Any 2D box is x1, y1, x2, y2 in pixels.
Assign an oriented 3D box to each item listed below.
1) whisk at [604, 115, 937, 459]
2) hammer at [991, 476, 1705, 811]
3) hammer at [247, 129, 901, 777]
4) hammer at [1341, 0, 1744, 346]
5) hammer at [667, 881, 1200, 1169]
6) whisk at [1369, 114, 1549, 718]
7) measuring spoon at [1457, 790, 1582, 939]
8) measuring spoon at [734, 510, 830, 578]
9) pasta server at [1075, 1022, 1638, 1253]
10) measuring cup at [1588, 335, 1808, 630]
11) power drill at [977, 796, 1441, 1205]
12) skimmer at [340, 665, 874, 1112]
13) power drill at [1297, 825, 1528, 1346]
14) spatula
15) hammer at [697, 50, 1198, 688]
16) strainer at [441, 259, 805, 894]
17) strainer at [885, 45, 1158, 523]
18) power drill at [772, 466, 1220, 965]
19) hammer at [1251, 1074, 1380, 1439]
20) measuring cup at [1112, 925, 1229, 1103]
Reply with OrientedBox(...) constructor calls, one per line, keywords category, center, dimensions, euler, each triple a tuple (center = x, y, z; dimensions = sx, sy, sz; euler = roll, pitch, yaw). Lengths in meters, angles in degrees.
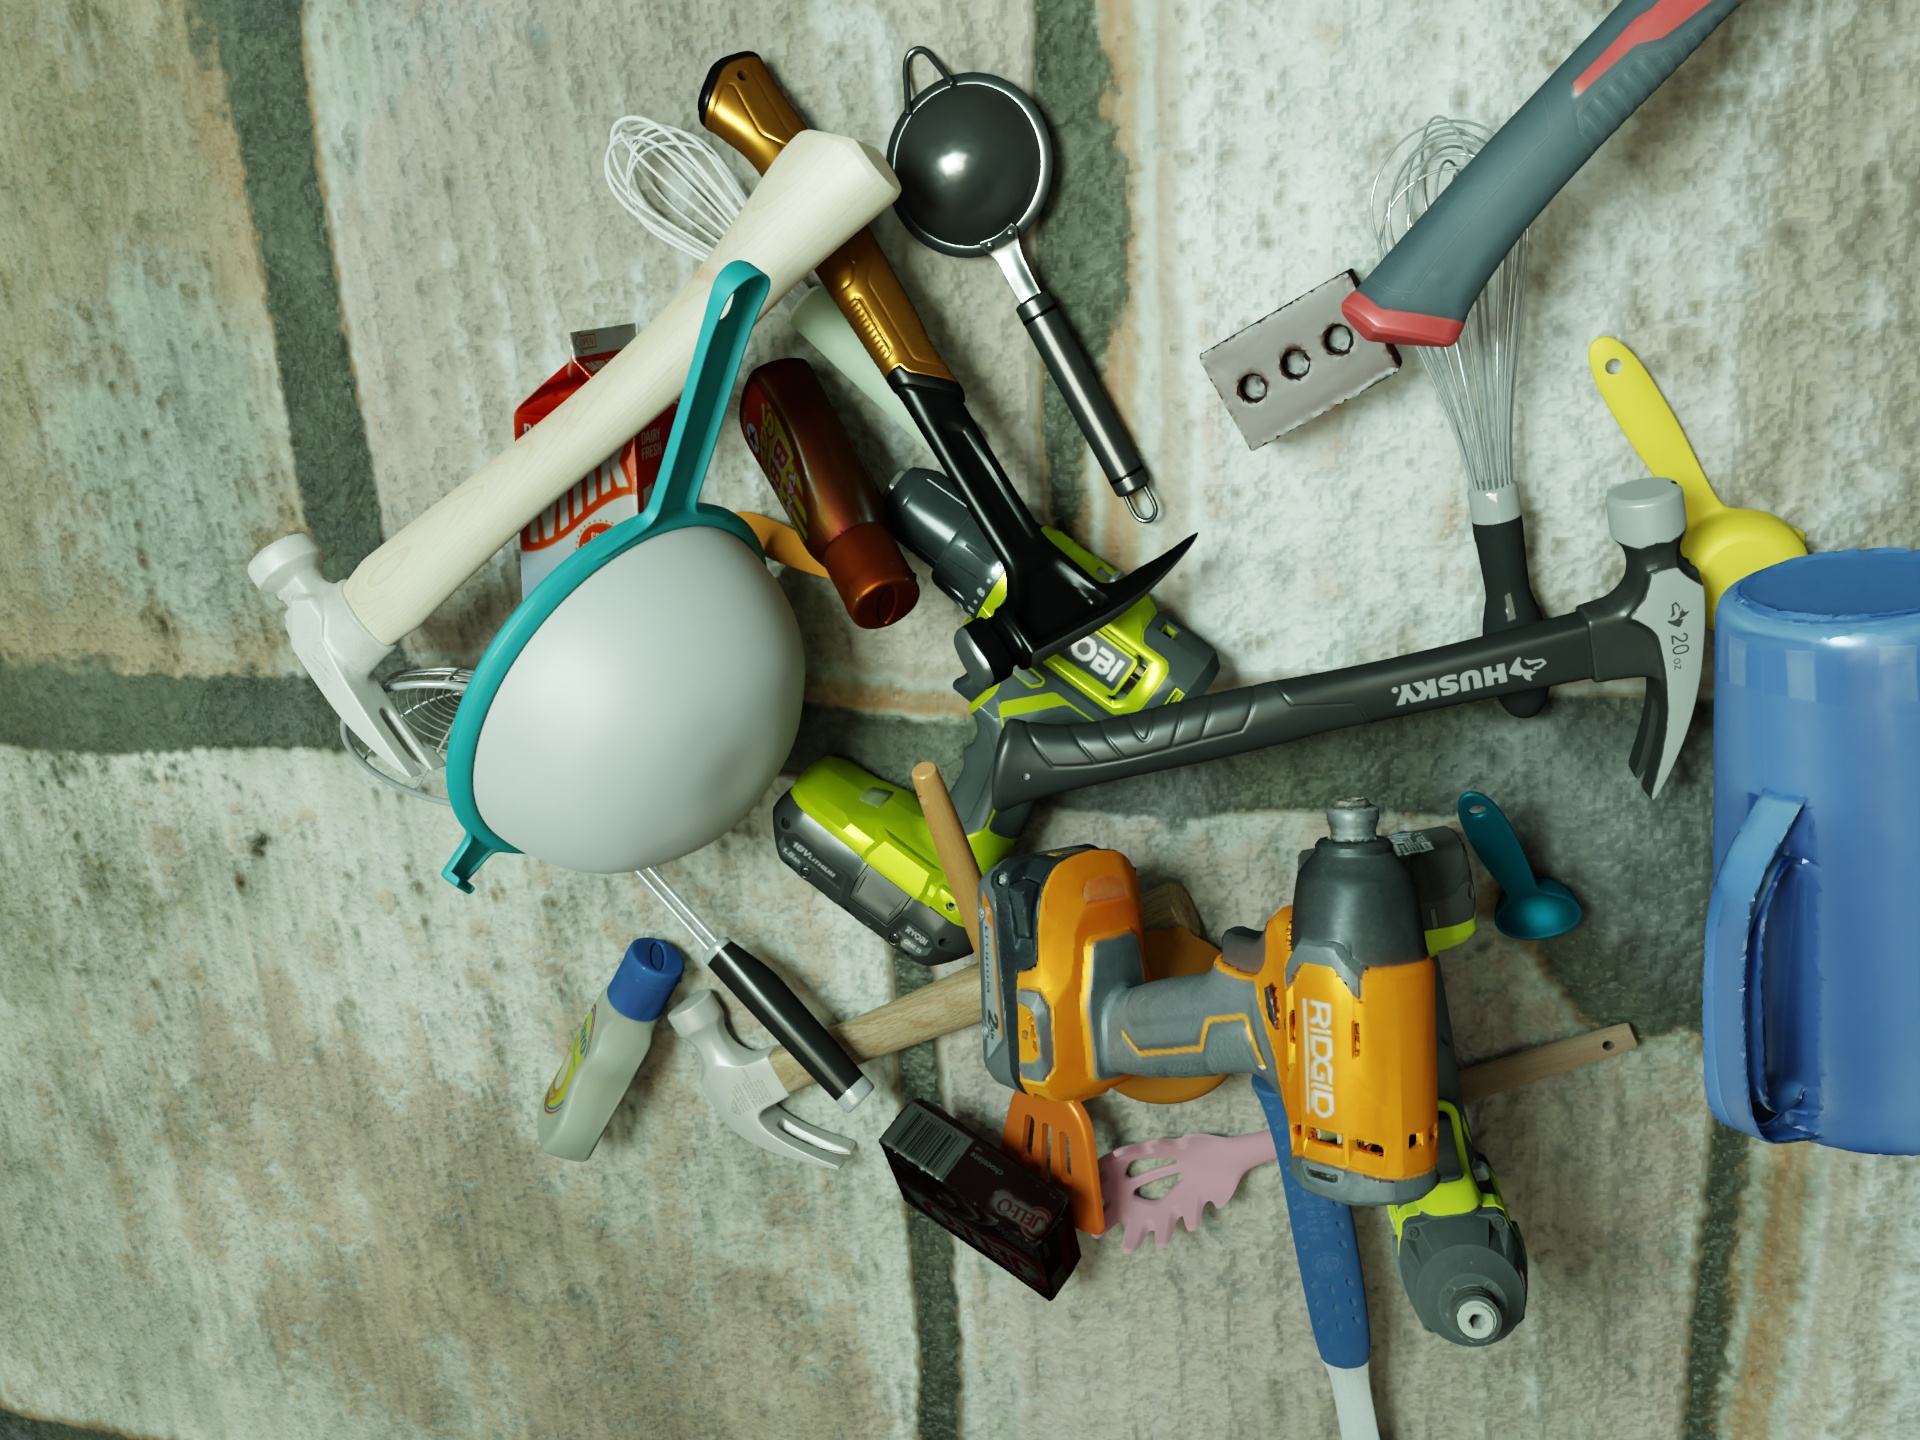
OrientedBox(category="whisk", center=(-0.086, -0.218, 0.815), dimensions=(0.246, 0.058, 0.059), euler=(43, 149, -3))
OrientedBox(category="hammer", center=(0.174, -0.004, 0.750), dimensions=(0.335, 0.035, 0.146), euler=(-13, 114, 10))
OrientedBox(category="hammer", center=(-0.186, -0.132, 0.790), dimensions=(0.410, 0.038, 0.146), euler=(-35, 89, 22))
OrientedBox(category="hammer", center=(0.286, -0.308, 0.620), dimensions=(0.143, 0.038, 0.386), euler=(44, 102, 1))
OrientedBox(category="hammer", center=(-0.012, 0.170, 0.926), dimensions=(0.331, 0.031, 0.130), euler=(-25, 98, 23))
OrientedBox(category="whisk", center=(0.241, -0.132, 0.733), dimensions=(0.070, 0.070, 0.284), euler=(-8, 110, 20))
OrientedBox(category="measuring spoon", center=(0.268, 0.066, 0.778), dimensions=(0.042, 0.021, 0.128), euler=(-19, 133, 26))
OrientedBox(category="measuring spoon", center=(-0.091, -0.091, 0.843), dimensions=(0.117, 0.011, 0.021), euler=(27, 106, 40))
OrientedBox(category="pasta server", center=(0.210, 0.222, 0.869), dimensions=(0.316, 0.040, 0.060), euler=(-24, 90, 22))
OrientedBox(category="measuring cup", center=(0.330, -0.106, 0.722), dimensions=(0.062, 0.029, 0.156), euler=(-32, 99, 24))
OrientedBox(category="power drill", center=(0.110, 0.111, 0.720), dimensions=(0.226, 0.084, 0.164), euler=(3, 96, 48))
OrientedBox(category="skimmer", center=(-0.201, 0.105, 0.914), dimensions=(0.363, 0.090, 0.127), euler=(45, 138, 7))
OrientedBox(category="power drill", center=(0.222, 0.171, 0.759), dimensions=(0.080, 0.171, 0.223), euler=(-12, 90, 12))
OrientedBox(category="spatula", center=(0.020, 0.152, 0.841), dimensions=(0.081, 0.041, 0.322), euler=(17, 139, 40))
OrientedBox(category="hammer", center=(-0.022, -0.186, 0.774), dimensions=(0.127, 0.034, 0.337), euler=(-30, 83, -15))
OrientedBox(category="strainer", center=(-0.123, -0.046, 0.766), dimensions=(0.095, 0.211, 0.340), euler=(37, 125, 20))
OrientedBox(category="strainer", center=(0.034, -0.210, 0.779), dimensions=(0.087, 0.050, 0.258), euler=(-25, 102, 25))
OrientedBox(category="power drill", center=(-0.001, -0.003, 0.840), dimensions=(0.190, 0.080, 0.228), euler=(36, 112, 4))
OrientedBox(category="hammer", center=(0.223, 0.364, 0.889), dimensions=(0.144, 0.035, 0.405), euler=(-6, 113, 19))
OrientedBox(category="measuring cup", center=(0.148, 0.171, 0.848), dimensions=(0.173, 0.052, 0.095), euler=(12, 120, 2))
